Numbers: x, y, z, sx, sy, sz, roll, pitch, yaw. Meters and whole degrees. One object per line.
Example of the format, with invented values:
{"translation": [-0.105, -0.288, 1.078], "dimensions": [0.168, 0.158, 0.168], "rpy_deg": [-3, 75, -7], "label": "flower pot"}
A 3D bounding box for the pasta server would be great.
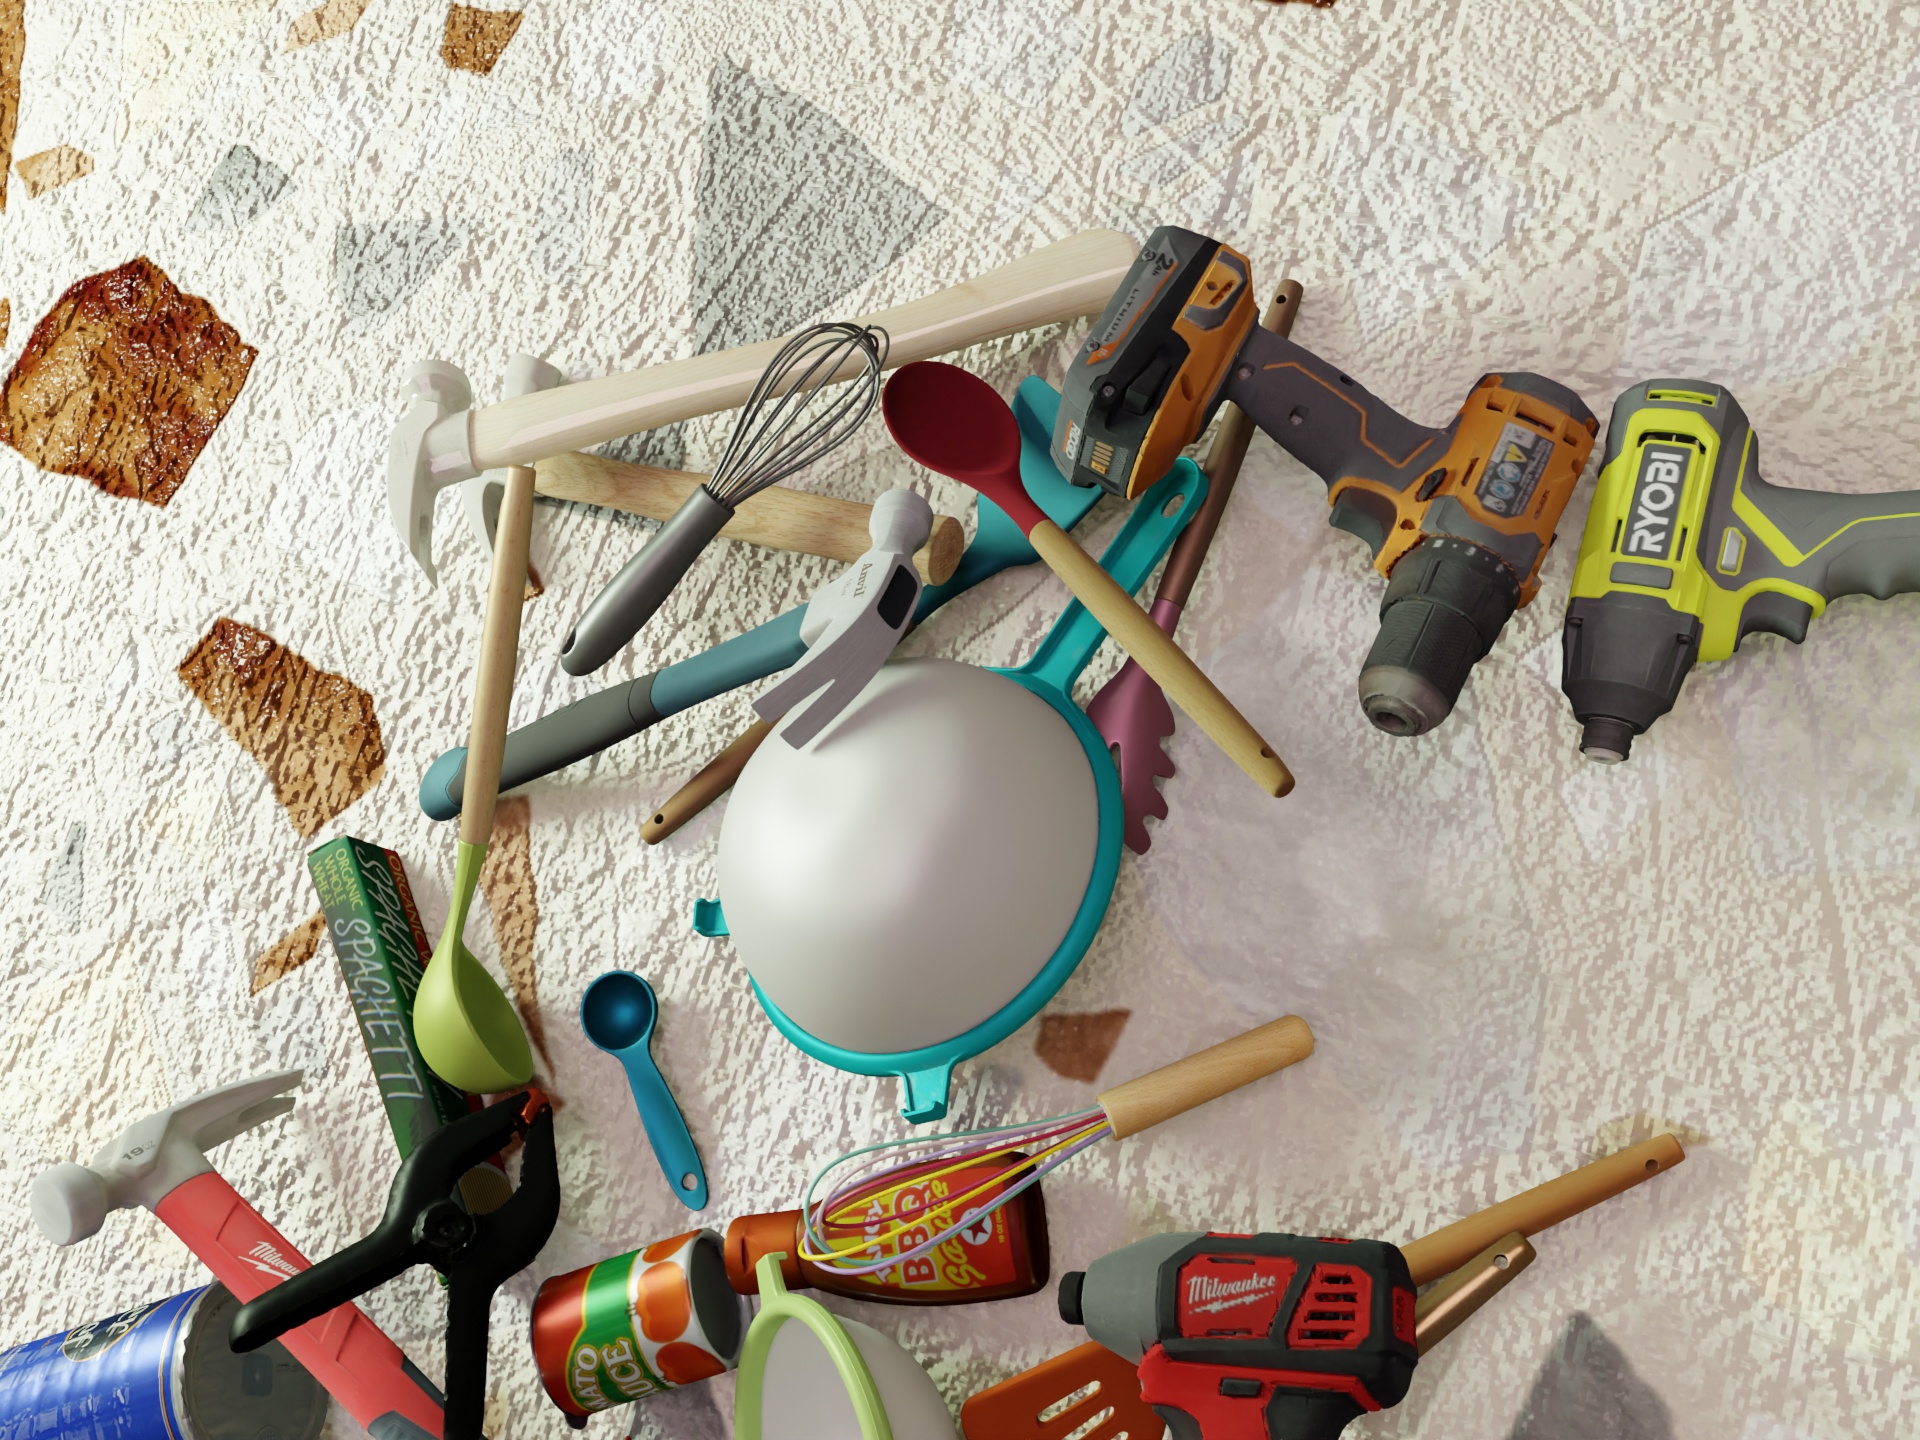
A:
{"translation": [0.114, -0.079, 0.791], "dimensions": [0.060, 0.040, 0.316], "rpy_deg": [17, 77, 22], "label": "pasta server"}

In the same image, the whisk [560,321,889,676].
{"translation": [-0.120, -0.107, 0.793], "dimensions": [0.239, 0.055, 0.055], "rpy_deg": [-46, 66, 12], "label": "whisk"}

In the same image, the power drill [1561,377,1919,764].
{"translation": [0.376, -0.047, 0.669], "dimensions": [0.223, 0.080, 0.171], "rpy_deg": [12, 78, 25], "label": "power drill"}

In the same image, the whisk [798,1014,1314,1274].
{"translation": [0.043, 0.181, 0.699], "dimensions": [0.245, 0.047, 0.051], "rpy_deg": [-20, 66, -11], "label": "whisk"}

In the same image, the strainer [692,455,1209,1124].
{"translation": [-0.001, -0.002, 0.739], "dimensions": [0.211, 0.095, 0.340], "rpy_deg": [31, 84, 42], "label": "strainer"}

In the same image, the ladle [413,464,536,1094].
{"translation": [-0.224, 0.035, 0.785], "dimensions": [0.062, 0.078, 0.320], "rpy_deg": [8, 104, -14], "label": "ladle"}

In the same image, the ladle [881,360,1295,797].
{"translation": [0.052, -0.072, 0.721], "dimensions": [0.069, 0.031, 0.316], "rpy_deg": [-16, 48, -25], "label": "ladle"}

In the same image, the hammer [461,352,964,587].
{"translation": [-0.146, -0.117, 0.863], "dimensions": [0.331, 0.031, 0.130], "rpy_deg": [15, 83, 29], "label": "hammer"}

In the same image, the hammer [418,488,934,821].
{"translation": [-0.157, -0.011, 0.802], "dimensions": [0.331, 0.033, 0.128], "rpy_deg": [-20, 38, 31], "label": "hammer"}

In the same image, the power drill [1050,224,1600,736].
{"translation": [0.155, -0.108, 0.718], "dimensions": [0.226, 0.084, 0.185], "rpy_deg": [27, 67, 8], "label": "power drill"}

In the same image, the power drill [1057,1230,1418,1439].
{"translation": [0.098, 0.306, 0.600], "dimensions": [0.143, 0.078, 0.220], "rpy_deg": [-5, 62, 24], "label": "power drill"}

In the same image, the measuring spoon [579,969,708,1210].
{"translation": [-0.155, 0.188, 0.812], "dimensions": [0.042, 0.021, 0.129], "rpy_deg": [-28, 77, 8], "label": "measuring spoon"}

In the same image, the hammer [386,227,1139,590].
{"translation": [-0.102, -0.178, 0.839], "dimensions": [0.410, 0.038, 0.146], "rpy_deg": [-14, 53, 3], "label": "hammer"}

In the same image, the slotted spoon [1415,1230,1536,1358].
{"translation": [0.112, 0.313, 0.655], "dimensions": [0.314, 0.031, 0.070], "rpy_deg": [-39, 62, 1], "label": "slotted spoon"}

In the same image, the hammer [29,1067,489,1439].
{"translation": [-0.260, 0.310, 0.754], "dimensions": [0.386, 0.143, 0.038], "rpy_deg": [34, 117, 20], "label": "hammer"}

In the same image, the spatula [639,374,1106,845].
{"translation": [-0.052, -0.043, 0.824], "dimensions": [0.317, 0.044, 0.082], "rpy_deg": [-41, 62, 5], "label": "spatula"}

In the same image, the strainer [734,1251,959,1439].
{"translation": [-0.011, 0.328, 0.644], "dimensions": [0.256, 0.069, 0.151], "rpy_deg": [14, 102, 56], "label": "strainer"}

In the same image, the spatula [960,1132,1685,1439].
{"translation": [0.157, 0.252, 0.674], "dimensions": [0.322, 0.041, 0.081], "rpy_deg": [-28, 92, 7], "label": "spatula"}
